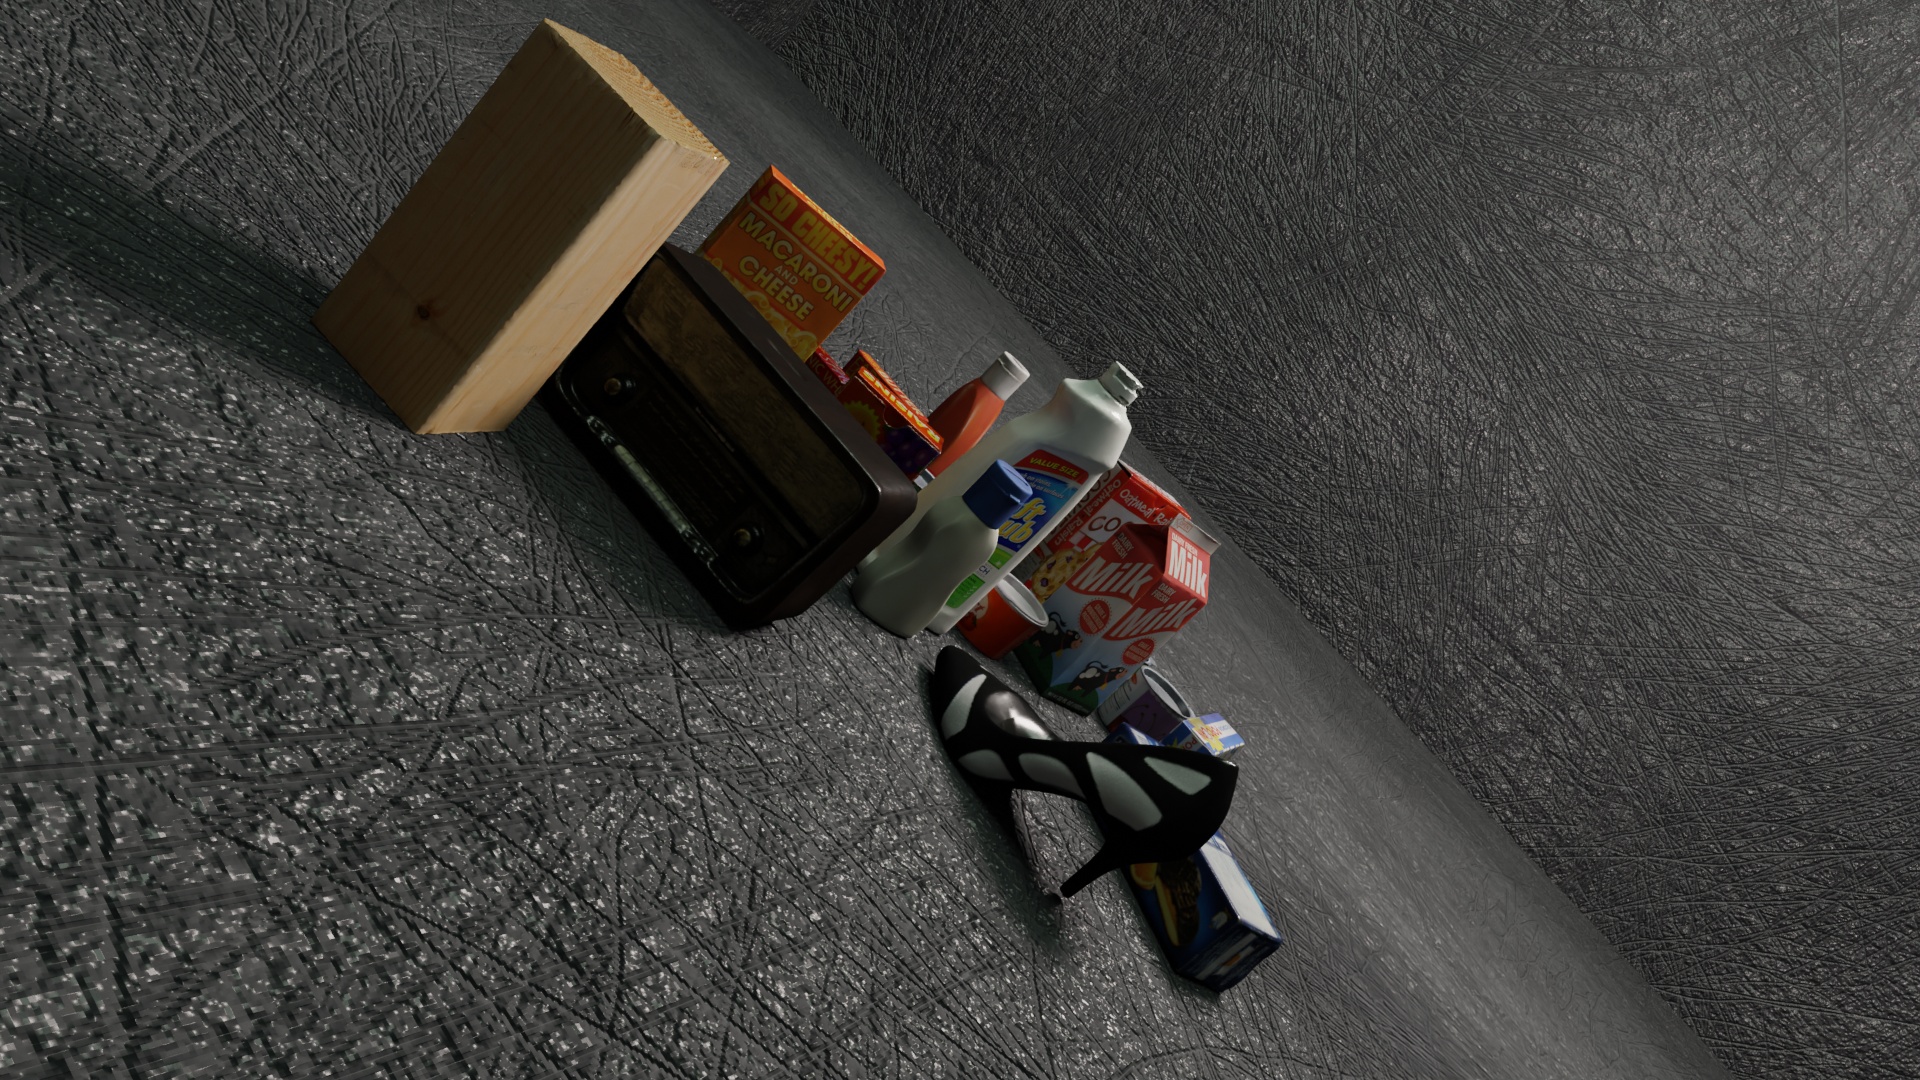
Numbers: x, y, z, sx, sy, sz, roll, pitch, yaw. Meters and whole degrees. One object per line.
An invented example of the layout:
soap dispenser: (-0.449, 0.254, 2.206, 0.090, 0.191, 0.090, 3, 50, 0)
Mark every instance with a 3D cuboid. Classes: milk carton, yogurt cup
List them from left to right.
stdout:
yogurt cup: (0.032, 0.063, 1.161, 0.072, 0.054, 0.072, 41, 14, -13)
milk carton: (0.139, 0.056, 1.198, 0.072, 0.190, 0.074, 31, 19, -44)

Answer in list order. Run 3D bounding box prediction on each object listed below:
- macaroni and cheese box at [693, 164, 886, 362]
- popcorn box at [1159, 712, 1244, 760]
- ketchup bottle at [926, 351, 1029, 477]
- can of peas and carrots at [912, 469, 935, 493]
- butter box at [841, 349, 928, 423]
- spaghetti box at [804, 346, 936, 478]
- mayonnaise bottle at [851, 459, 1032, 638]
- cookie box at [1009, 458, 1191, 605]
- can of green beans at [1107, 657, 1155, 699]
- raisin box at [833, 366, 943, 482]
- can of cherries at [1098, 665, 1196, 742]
macaroni and cheese box: (-0.163, -0.206, 1.147, 0.123, 0.166, 0.040, 38, 15, -26)
popcorn box: (0.185, 0.189, 1.166, 0.038, 0.085, 0.127, 49, 15, 18)
ketchup bottle: (0.008, -0.132, 1.448, 0.043, 0.148, 0.065, 32, 19, -43)
can of peas and carrots: (-0.052, -0.035, 1.193, 0.071, 0.058, 0.071, 41, 14, -13)
butter box: (-0.085, -0.139, 1.406, 0.103, 0.053, 0.024, 49, 14, 18)
spaghetti box: (-0.095, -0.101, 1.277, 0.250, 0.050, 0.029, 49, 14, 16)
mayonnaise bottle: (-0.010, 0.004, 1.017, 0.064, 0.148, 0.041, 35, 17, -35)
cookie box: (0.132, 0.005, 1.366, 0.123, 0.167, 0.040, 28, 21, -49)
can of green beans: (0.136, 0.111, 1.307, 0.071, 0.057, 0.071, 41, 14, -13)
raisin box: (-0.084, -0.056, 1.032, 0.086, 0.123, 0.040, 43, 14, -9)
can of cherries: (0.170, 0.159, 1.263, 0.071, 0.058, 0.072, 41, 14, -13)
